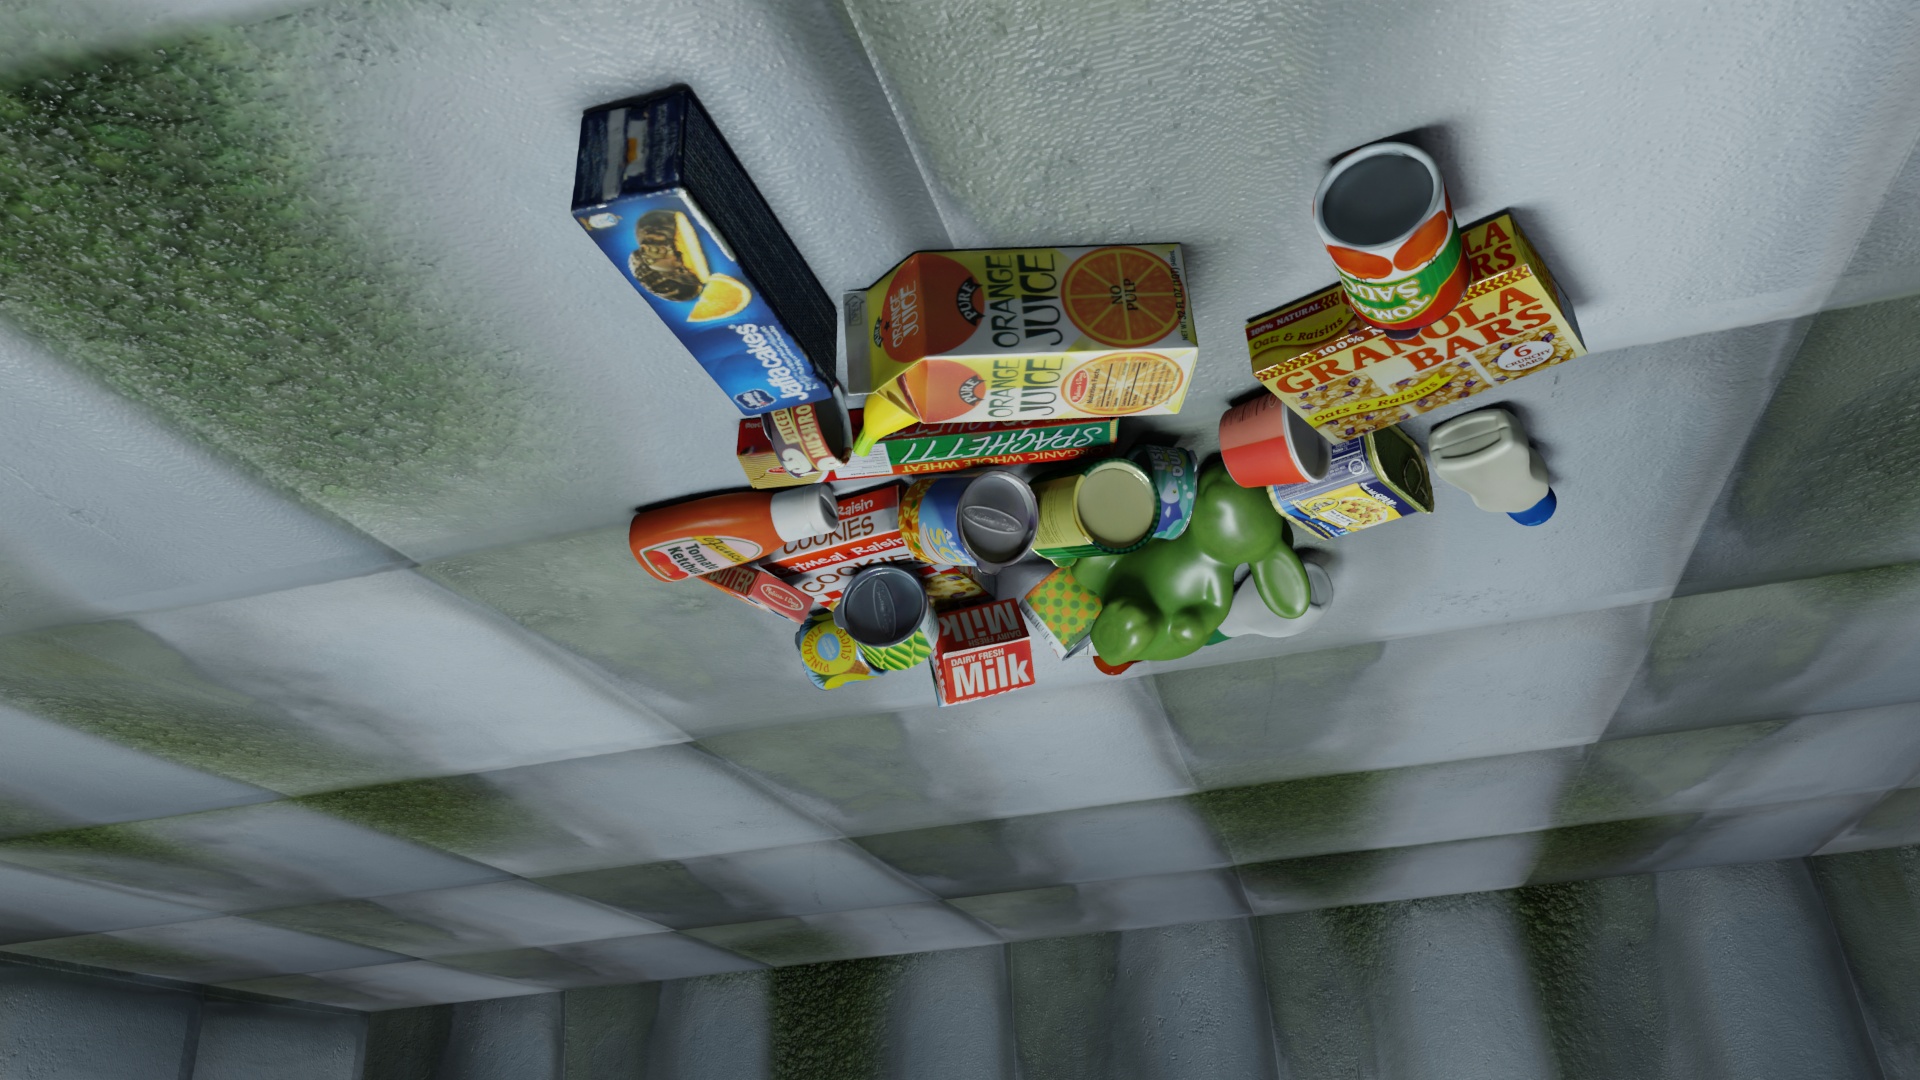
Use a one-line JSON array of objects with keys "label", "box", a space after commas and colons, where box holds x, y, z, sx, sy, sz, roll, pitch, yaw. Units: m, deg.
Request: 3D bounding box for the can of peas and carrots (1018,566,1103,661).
[{"label": "can of peas and carrots", "box": [0.091, 0.053, 1.117, 0.071, 0.059, 0.071, -38, 169, -9]}]

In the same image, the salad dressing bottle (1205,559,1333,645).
[{"label": "salad dressing bottle", "box": [0.255, 0.058, 1.199, 0.044, 0.064, 0.147, -7, 168, -32]}]

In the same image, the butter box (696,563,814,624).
[{"label": "butter box", "box": [-0.160, 0.035, 1.062, 0.053, 0.024, 0.103, 32, 170, -35]}]

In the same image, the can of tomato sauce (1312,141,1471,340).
[{"label": "can of tomato sauce", "box": [0.227, -0.157, 0.730, 0.071, 0.071, 0.083, -16, 151, 23]}]

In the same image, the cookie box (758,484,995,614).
[{"label": "cookie box", "box": [-0.063, 0.016, 1.086, 0.123, 0.040, 0.167, -15, 153, 21]}]

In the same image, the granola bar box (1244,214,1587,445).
[{"label": "granola bar box", "box": [0.276, -0.123, 0.844, 0.165, 0.039, 0.124, -21, 150, 32]}]

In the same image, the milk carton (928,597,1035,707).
[{"label": "milk carton", "box": [0.014, 0.094, 1.148, 0.072, 0.073, 0.190, -12, 173, -7]}]

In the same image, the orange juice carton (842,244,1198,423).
[{"label": "orange juice carton", "box": [0.031, -0.115, 0.786, 0.193, 0.072, 0.072, -3, 154, -3]}]

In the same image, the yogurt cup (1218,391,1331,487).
[{"label": "yogurt cup", "box": [0.208, -0.067, 0.924, 0.054, 0.072, 0.072, -13, 154, 36]}]

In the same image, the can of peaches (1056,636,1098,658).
[{"label": "can of peaches", "box": [0.109, 0.065, 1.185, 0.058, 0.071, 0.071, -4, 154, -1]}]

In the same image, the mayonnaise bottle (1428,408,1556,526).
[{"label": "mayonnaise bottle", "box": [0.396, -0.049, 1.014, 0.064, 0.041, 0.148, -20, 151, 32]}]

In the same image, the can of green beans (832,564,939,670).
[{"label": "can of green beans", "box": [-0.053, 0.059, 1.049, 0.071, 0.071, 0.057, -7, 155, 6]}]

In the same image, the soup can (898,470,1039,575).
[{"label": "soup can", "box": [0.003, -0.012, 0.966, 0.071, 0.071, 0.083, 13, 173, -31]}]

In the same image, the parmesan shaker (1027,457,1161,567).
[{"label": "parmesan shaker", "box": [0.088, -0.018, 0.958, 0.071, 0.071, 0.103, 5, 176, -18]}]

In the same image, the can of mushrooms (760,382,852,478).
[{"label": "can of mushrooms", "box": [-0.094, -0.074, 0.858, 0.033, 0.071, 0.071, -12, 153, 15]}]

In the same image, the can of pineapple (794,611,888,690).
[{"label": "can of pineapple", "box": [-0.100, 0.092, 1.206, 0.058, 0.071, 0.071, -17, 151, 23]}]

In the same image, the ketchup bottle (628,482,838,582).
[{"label": "ketchup bottle", "box": [-0.163, -0.009, 1.013, 0.148, 0.044, 0.064, -13, 146, 17]}]

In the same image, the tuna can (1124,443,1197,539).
[{"label": "tuna can", "box": [0.137, -0.036, 0.974, 0.033, 0.071, 0.070, 6, 153, -18]}]

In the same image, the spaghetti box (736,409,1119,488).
[{"label": "spaghetti box", "box": [-0.021, -0.068, 0.927, 0.250, 0.029, 0.050, -5, 154, 3]}]

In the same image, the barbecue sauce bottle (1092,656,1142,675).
[{"label": "barbecue sauce bottle", "box": [0.162, 0.081, 1.248, 0.065, 0.044, 0.148, 3, 154, -17]}]
